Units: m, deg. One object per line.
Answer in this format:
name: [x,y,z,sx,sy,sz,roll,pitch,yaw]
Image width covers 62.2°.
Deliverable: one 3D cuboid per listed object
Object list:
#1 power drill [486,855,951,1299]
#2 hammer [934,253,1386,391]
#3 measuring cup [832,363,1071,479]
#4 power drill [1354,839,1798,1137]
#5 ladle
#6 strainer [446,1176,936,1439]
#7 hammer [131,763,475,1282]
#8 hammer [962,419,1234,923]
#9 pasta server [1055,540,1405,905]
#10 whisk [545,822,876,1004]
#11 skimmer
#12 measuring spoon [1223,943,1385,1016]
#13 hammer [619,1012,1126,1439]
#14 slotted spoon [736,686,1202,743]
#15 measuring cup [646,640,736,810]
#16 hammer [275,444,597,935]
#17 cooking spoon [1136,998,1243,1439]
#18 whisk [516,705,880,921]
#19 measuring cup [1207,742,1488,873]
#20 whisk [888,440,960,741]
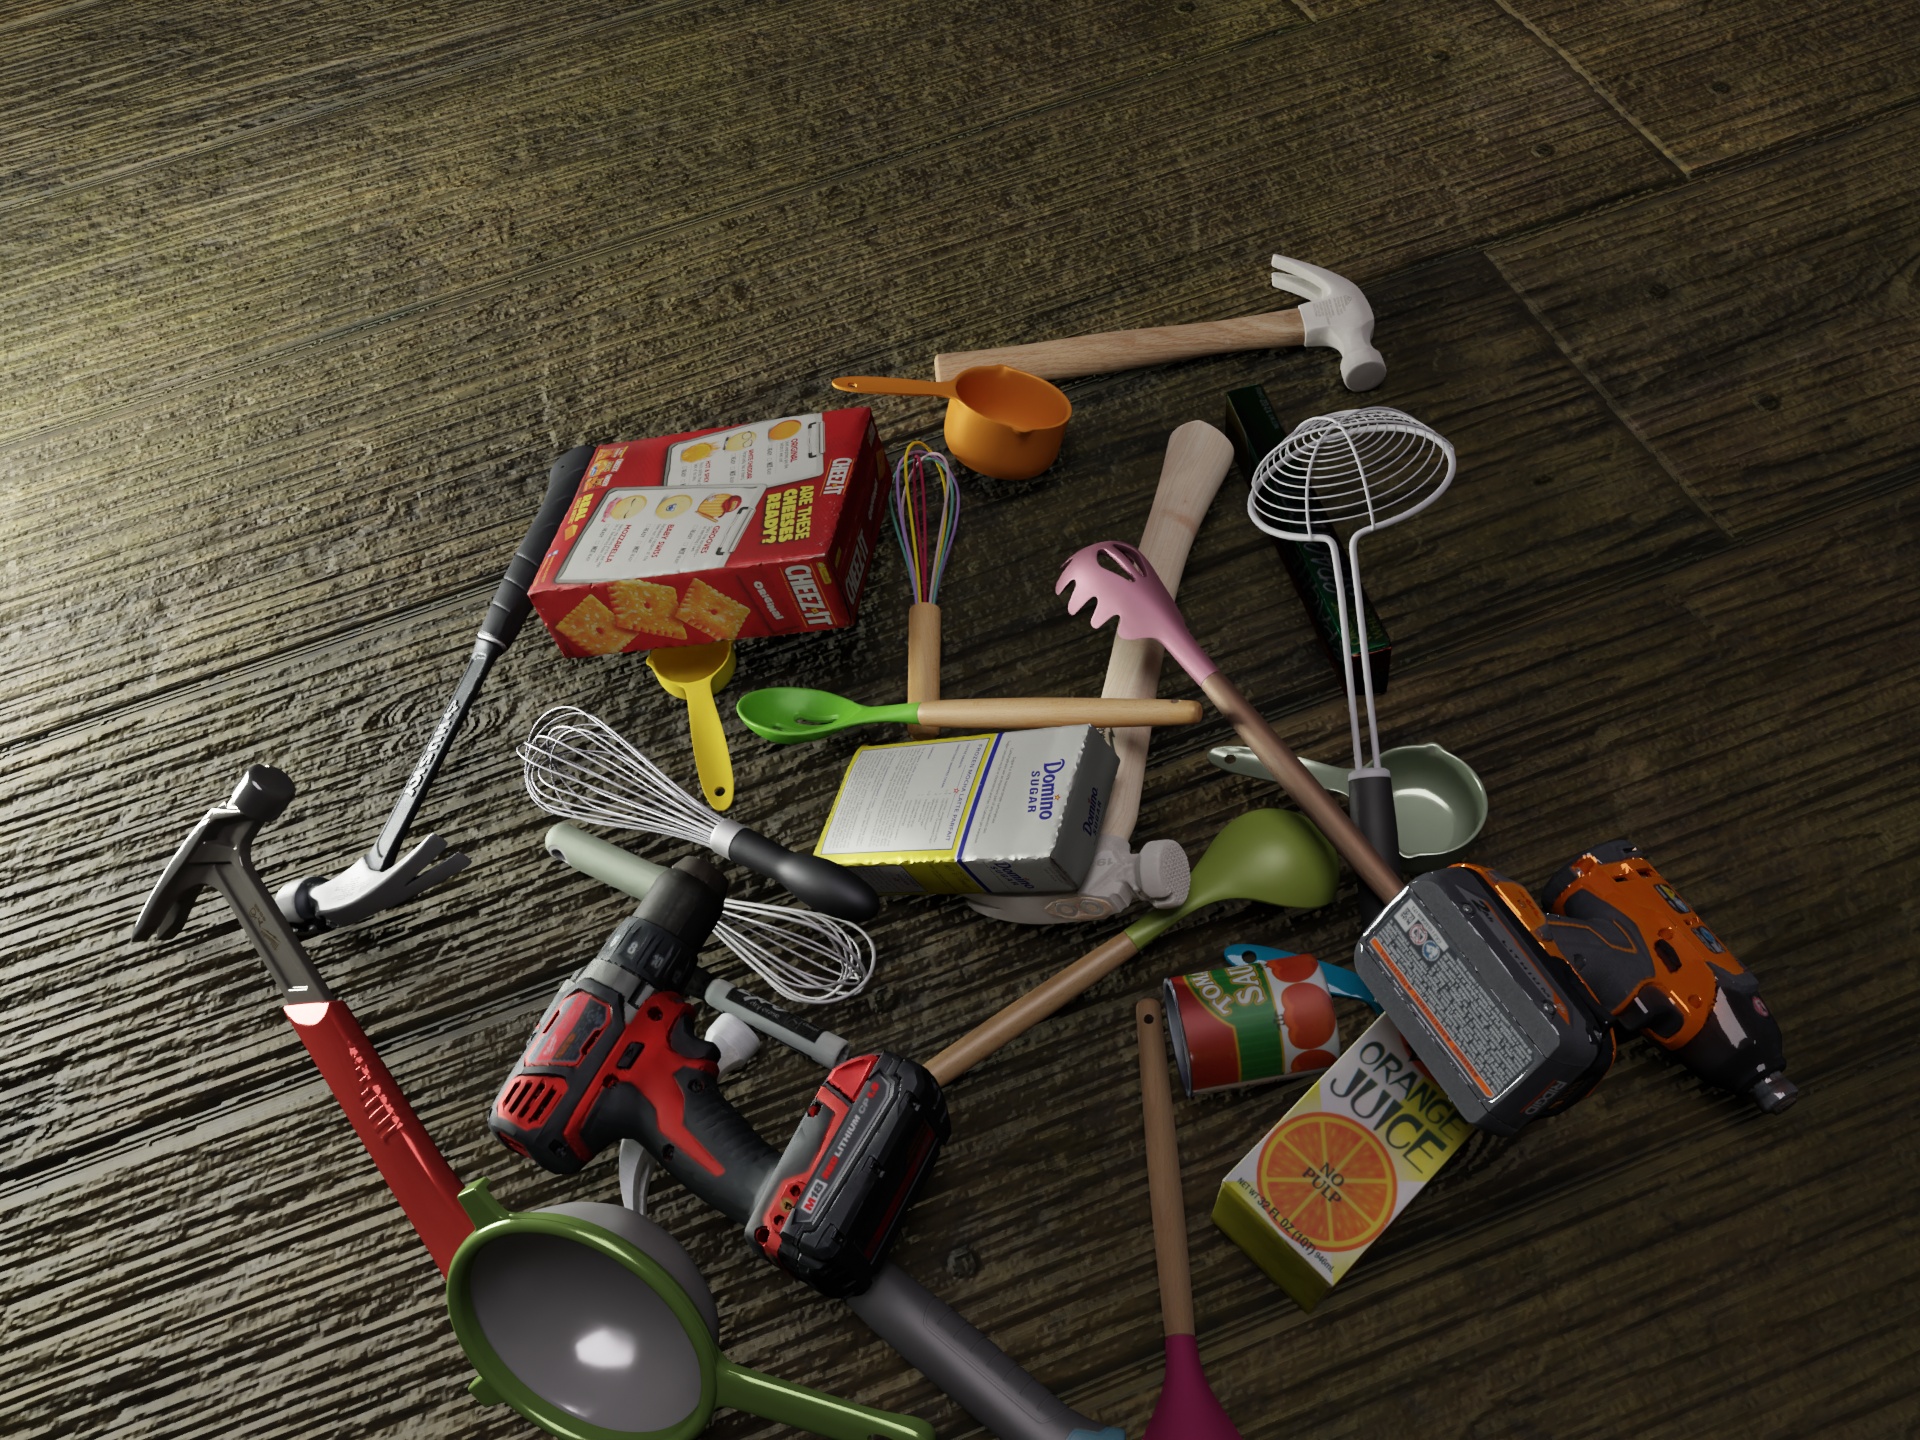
power drill: [-0.119,0.183,0.852,0.227,0.080,0.188,20,63,23]
hammer: [0.145,-0.287,1.211,0.331,0.031,0.130,-7,55,3]
measuring cup: [-0.009,-0.214,1.140,0.173,0.052,0.095,3,40,-13]
power drill: [0.326,0.142,0.812,0.226,0.084,0.164,0,45,-39]
ladle: [0.081,0.150,0.918,0.320,0.062,0.078,-33,36,-7]
strainer: [-0.128,0.304,0.794,0.256,0.151,0.069,12,27,13]
hammer: [-0.362,0.199,0.919,0.149,0.036,0.359,-50,66,16]
hammer: [0.108,-0.047,1.035,0.146,0.038,0.411,-9,45,32]
pasta server: [0.161,0.000,0.928,0.060,0.040,0.316,-23,61,-25]
whisk: [-0.158,0.112,0.967,0.246,0.057,0.059,20,55,25]
skimmer: [0.244,-0.022,0.949,0.127,0.090,0.363,-8,75,23]
measuring spoon: [0.214,0.145,0.909,0.128,0.021,0.042,12,58,13]
hammer: [-0.050,0.293,0.836,0.331,0.033,0.128,32,64,25]
slotted spoon: [-0.002,-0.003,0.986,0.314,0.031,0.070,0,22,28]
measuring cup: [-0.169,0.000,1.058,0.062,0.029,0.157,-15,58,-3]
hammer: [-0.322,-0.041,1.076,0.149,0.036,0.409,-15,44,34]
cooking spoon: [0.111,0.293,0.823,0.069,0.017,0.319,-7,55,8]
whisk: [-0.165,0.060,0.978,0.285,0.070,0.070,22,61,27]
measuring cup: [0.232,0.047,0.968,0.167,0.038,0.083,13,58,18]
whisk: [-0.027,-0.095,1.095,0.051,0.047,0.245,-3,59,4]
